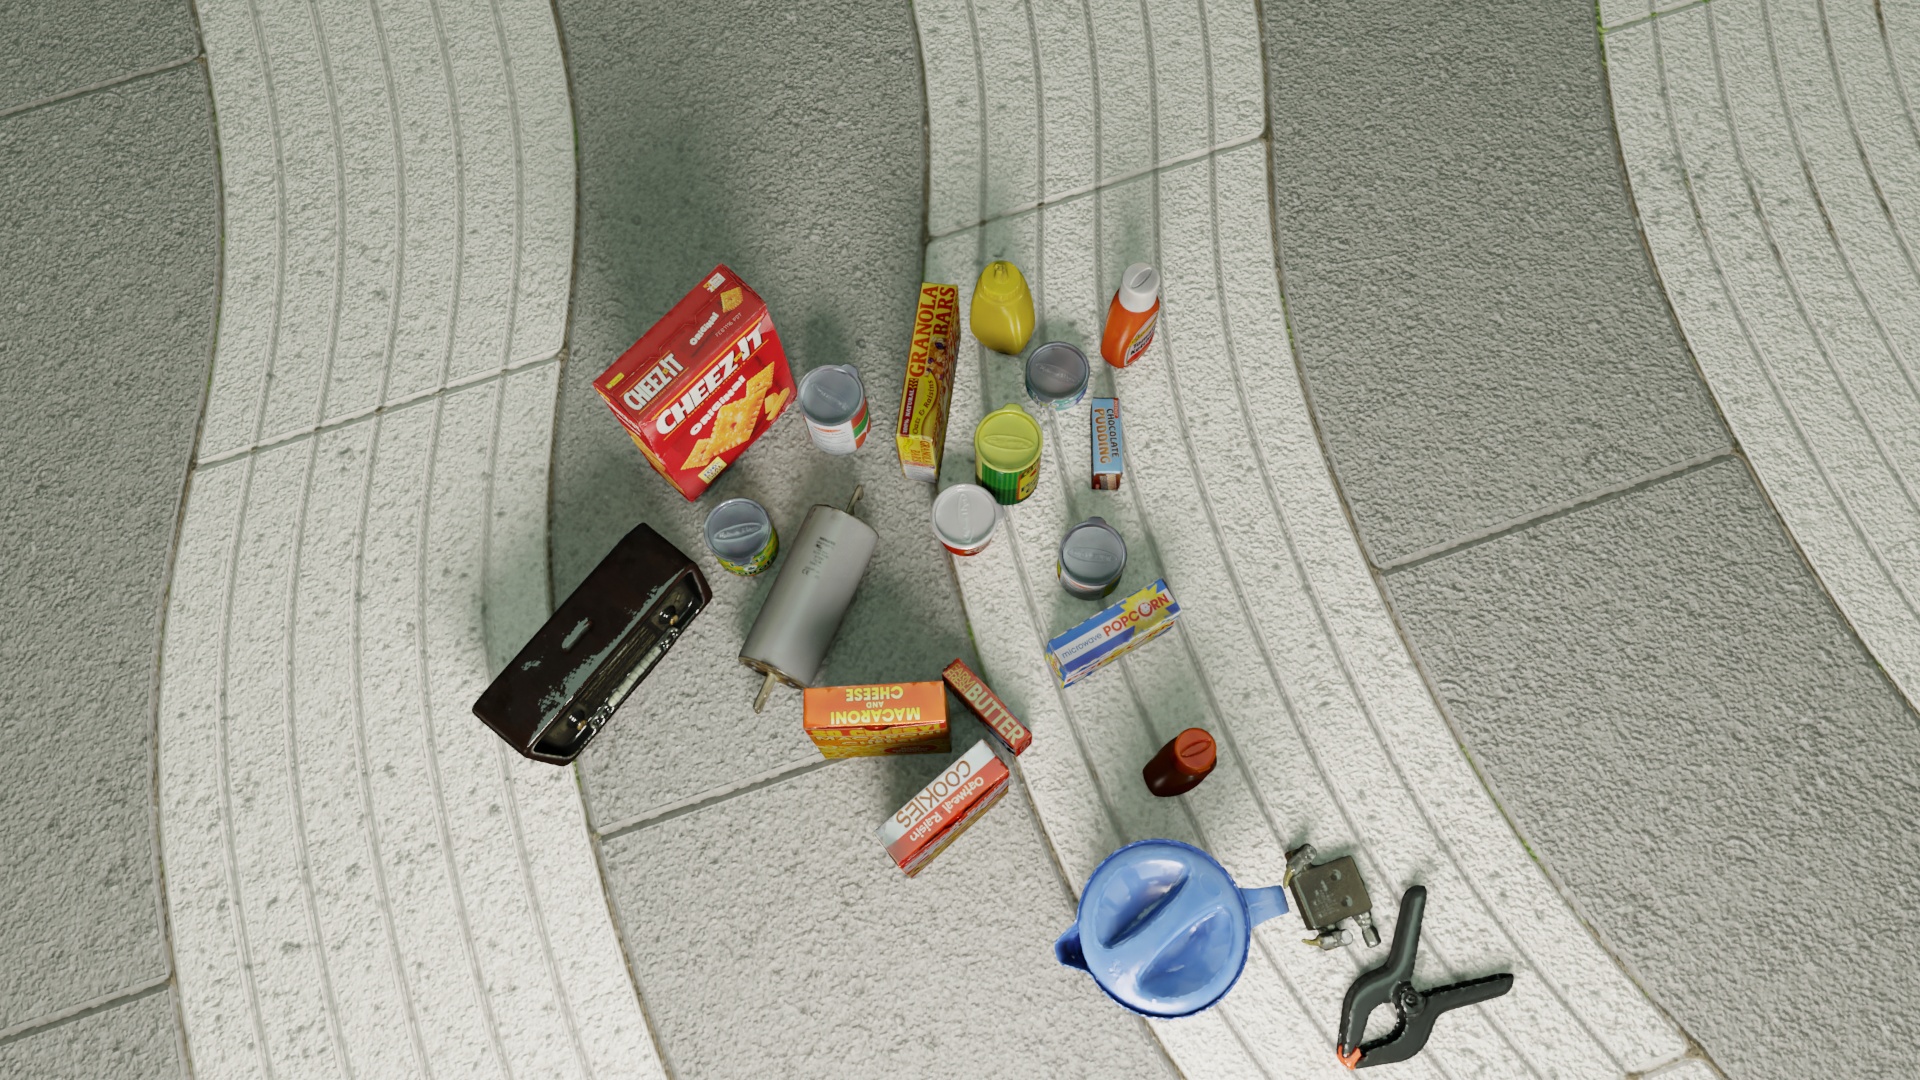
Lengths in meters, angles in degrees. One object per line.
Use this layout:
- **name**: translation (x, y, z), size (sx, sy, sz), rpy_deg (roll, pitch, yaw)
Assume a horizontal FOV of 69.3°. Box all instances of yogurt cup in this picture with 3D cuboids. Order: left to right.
- **yogurt cup**: translation (0.005, -0.017, 1.375), size (0.072, 0.053, 0.072), rpy_deg (0, 73, 1)

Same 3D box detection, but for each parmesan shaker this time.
- **parmesan shaker**: translation (0.048, -0.083, 1.369), size (0.071, 0.102, 0.071), rpy_deg (0, 73, 1)

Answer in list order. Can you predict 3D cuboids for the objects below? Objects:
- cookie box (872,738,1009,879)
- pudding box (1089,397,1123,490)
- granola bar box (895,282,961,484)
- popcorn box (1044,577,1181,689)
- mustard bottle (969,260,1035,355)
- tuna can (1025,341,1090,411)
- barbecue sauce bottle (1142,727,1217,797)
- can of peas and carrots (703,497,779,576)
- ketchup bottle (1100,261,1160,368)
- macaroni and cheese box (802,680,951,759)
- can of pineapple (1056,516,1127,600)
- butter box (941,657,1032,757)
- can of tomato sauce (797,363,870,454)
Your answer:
- **cookie box**: translation (-0.013, 0.242, 1.233), size (0.123, 0.167, 0.040), rpy_deg (-40, 76, -10)
- **pudding box**: translation (0.147, -0.097, 1.399), size (0.030, 0.049, 0.084), rpy_deg (0, 72, 1)
- **granola bar box**: translation (-0.031, -0.155, 1.383), size (0.039, 0.124, 0.166), rpy_deg (7, 73, 4)
- **popcorn box**: translation (0.143, 0.090, 1.321), size (0.127, 0.085, 0.038), rpy_deg (-28, 74, -7)
- **mustard bottle**: translation (0.042, -0.240, 1.389), size (0.065, 0.159, 0.049), rpy_deg (24, 75, 9)
- **tuna can**: translation (0.099, -0.167, 1.432), size (0.071, 0.032, 0.071), rpy_deg (0, 72, 1)
- **barbecue sauce bottle**: translation (0.203, 0.199, 1.252), size (0.065, 0.148, 0.044), rpy_deg (-22, 74, -5)
- **can of peas and carrots**: translation (-0.215, -0.001, 1.372), size (0.071, 0.058, 0.071), rpy_deg (0, 73, 1)
- **ketchup bottle**: translation (0.173, -0.228, 1.389), size (0.043, 0.148, 0.065), rpy_deg (40, 78, 12)
- **macaroni and cheese box**: translation (-0.071, 0.165, 1.260), size (0.124, 0.166, 0.040), rpy_deg (-3, 73, 0)
- **can of pineapple**: translation (0.128, 0.019, 1.358), size (0.071, 0.057, 0.071), rpy_deg (0, 73, 1)
- **butter box**: translation (0.025, 0.159, 1.319), size (0.024, 0.053, 0.103), rpy_deg (-42, 76, -11)
- **can of tomato sauce**: translation (-0.125, -0.132, 1.399), size (0.071, 0.083, 0.071), rpy_deg (0, 73, 1)
